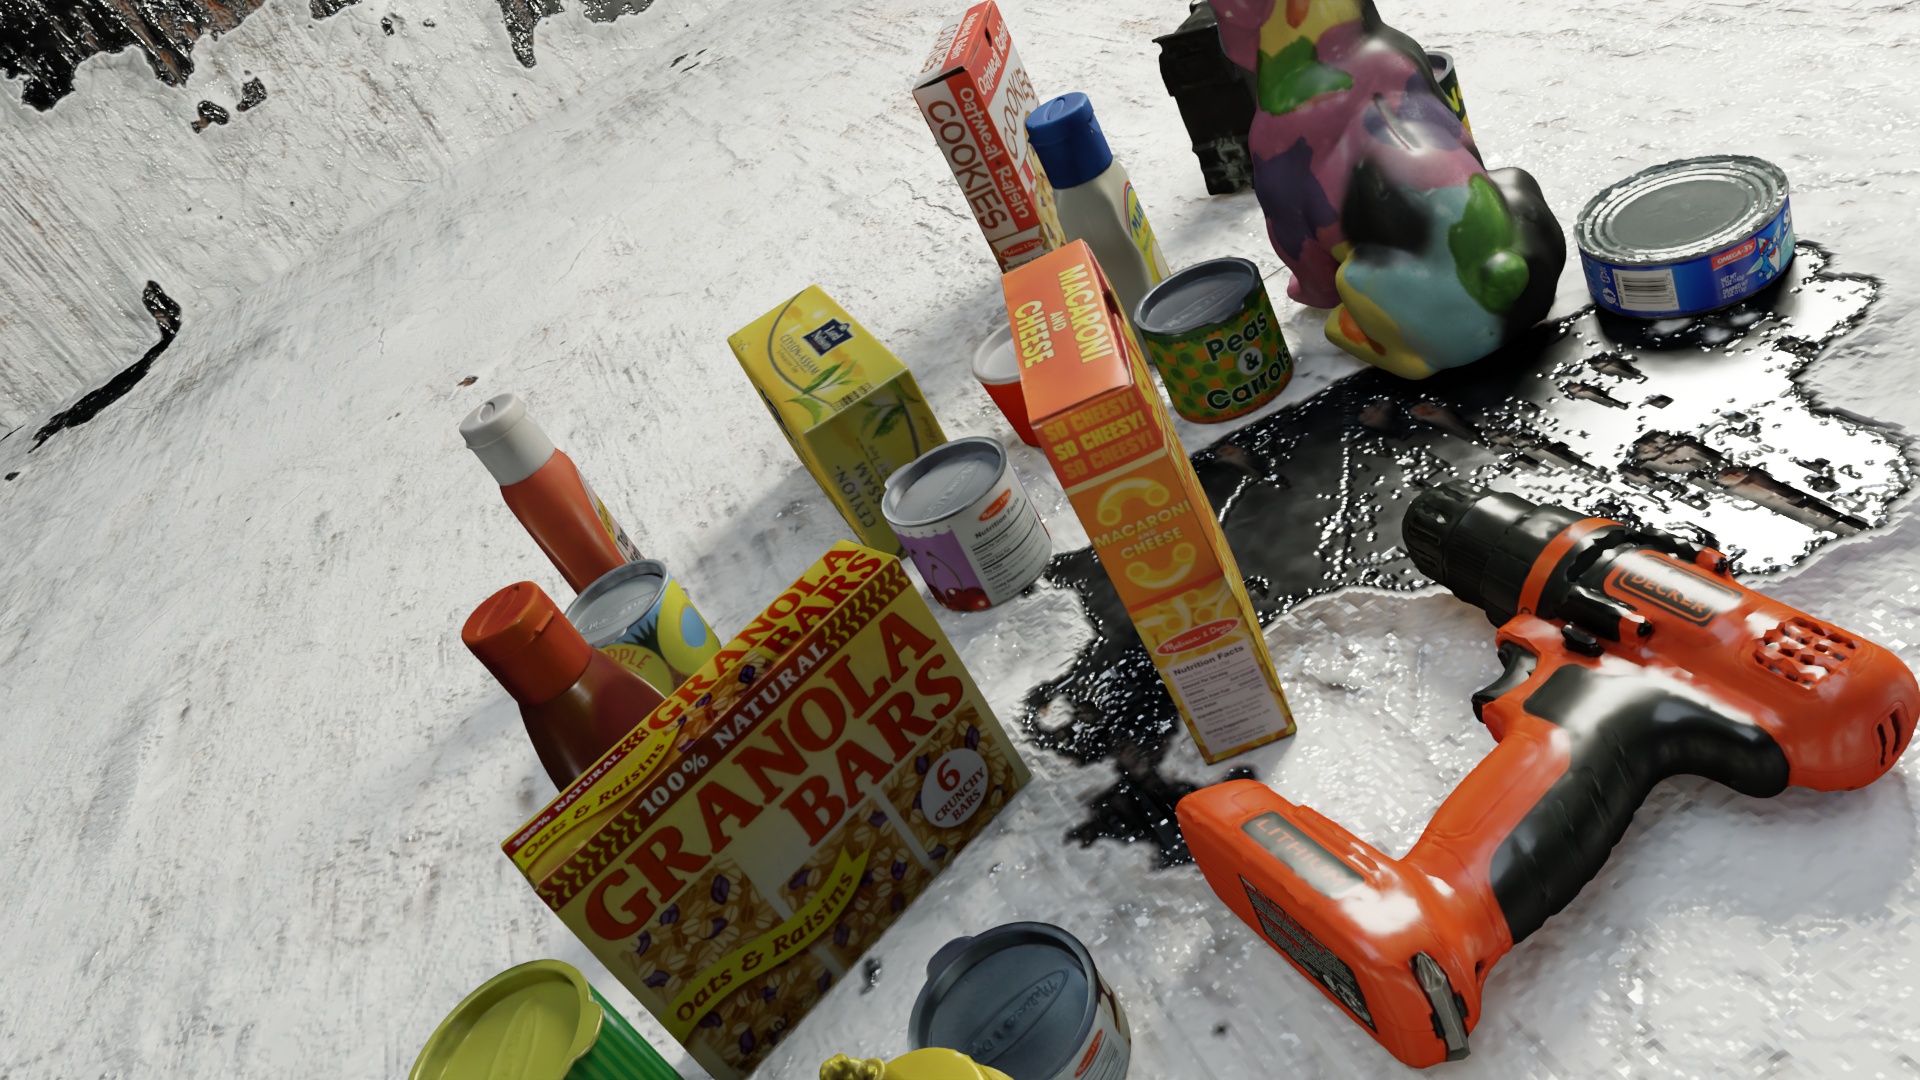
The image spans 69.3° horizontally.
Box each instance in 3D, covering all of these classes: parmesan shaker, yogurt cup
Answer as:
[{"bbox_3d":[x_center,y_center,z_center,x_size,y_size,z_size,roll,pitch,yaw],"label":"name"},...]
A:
[{"bbox_3d":[-0.117,0.192,0.446,0.071,0.102,0.072,-21,32,14],"label":"parmesan shaker"},{"bbox_3d":[0.047,-0.088,0.758,0.072,0.053,0.073,-21,32,14],"label":"yogurt cup"}]

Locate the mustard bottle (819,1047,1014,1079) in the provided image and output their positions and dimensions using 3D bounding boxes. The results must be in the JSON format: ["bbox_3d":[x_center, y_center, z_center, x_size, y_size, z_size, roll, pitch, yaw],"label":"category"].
[{"bbox_3d":[0.012,0.163,0.327,0.065,0.159,0.049,-8,37,32],"label":"mustard bottle"}]

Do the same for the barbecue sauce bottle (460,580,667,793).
[{"bbox_3d":[-0.150,0.082,0.587,0.043,0.148,0.065,-9,37,31],"label":"barbecue sauce bottle"}]

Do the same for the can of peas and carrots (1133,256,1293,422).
[{"bbox_3d":[0.130,-0.101,0.704,0.071,0.058,0.071,-21,32,14],"label":"can of peas and carrots"}]

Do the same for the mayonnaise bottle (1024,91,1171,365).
[{"bbox_3d":[0.081,-0.169,0.756,0.041,0.147,0.065,-14,35,25],"label":"mayonnaise bottle"}]

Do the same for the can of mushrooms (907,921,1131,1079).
[{"bbox_3d":[0.018,0.159,0.449,0.071,0.033,0.071,-21,32,14],"label":"can of mushrooms"}]

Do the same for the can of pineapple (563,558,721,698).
[{"bbox_3d":[-0.168,0.054,0.729,0.071,0.057,0.071,-21,32,14],"label":"can of pineapple"}]

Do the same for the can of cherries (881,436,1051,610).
[{"bbox_3d":[0.002,-0.008,0.677,0.071,0.058,0.072,-21,32,14],"label":"can of cherries"}]

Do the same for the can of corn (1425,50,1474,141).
[{"bbox_3d":[0.256,-0.236,0.795,0.071,0.058,0.071,-21,32,14],"label":"can of corn"}]

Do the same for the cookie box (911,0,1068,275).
[{"bbox_3d":[0.032,-0.241,0.880,0.040,0.166,0.123,-16,34,22],"label":"cookie box"}]

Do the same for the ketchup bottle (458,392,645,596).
[{"bbox_3d":[-0.224,-0.014,0.783,0.043,0.148,0.065,-33,31,-5],"label":"ketchup bottle"}]

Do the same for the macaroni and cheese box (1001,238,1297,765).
[{"bbox_3d":[0.071,-0.017,0.529,0.040,0.166,0.124,-23,32,12],"label":"macaroni and cheese box"}]

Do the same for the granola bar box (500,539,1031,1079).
[{"bbox_3d":[-0.064,0.099,0.515,0.166,0.123,0.039,-43,33,-21],"label":"granola bar box"}]
